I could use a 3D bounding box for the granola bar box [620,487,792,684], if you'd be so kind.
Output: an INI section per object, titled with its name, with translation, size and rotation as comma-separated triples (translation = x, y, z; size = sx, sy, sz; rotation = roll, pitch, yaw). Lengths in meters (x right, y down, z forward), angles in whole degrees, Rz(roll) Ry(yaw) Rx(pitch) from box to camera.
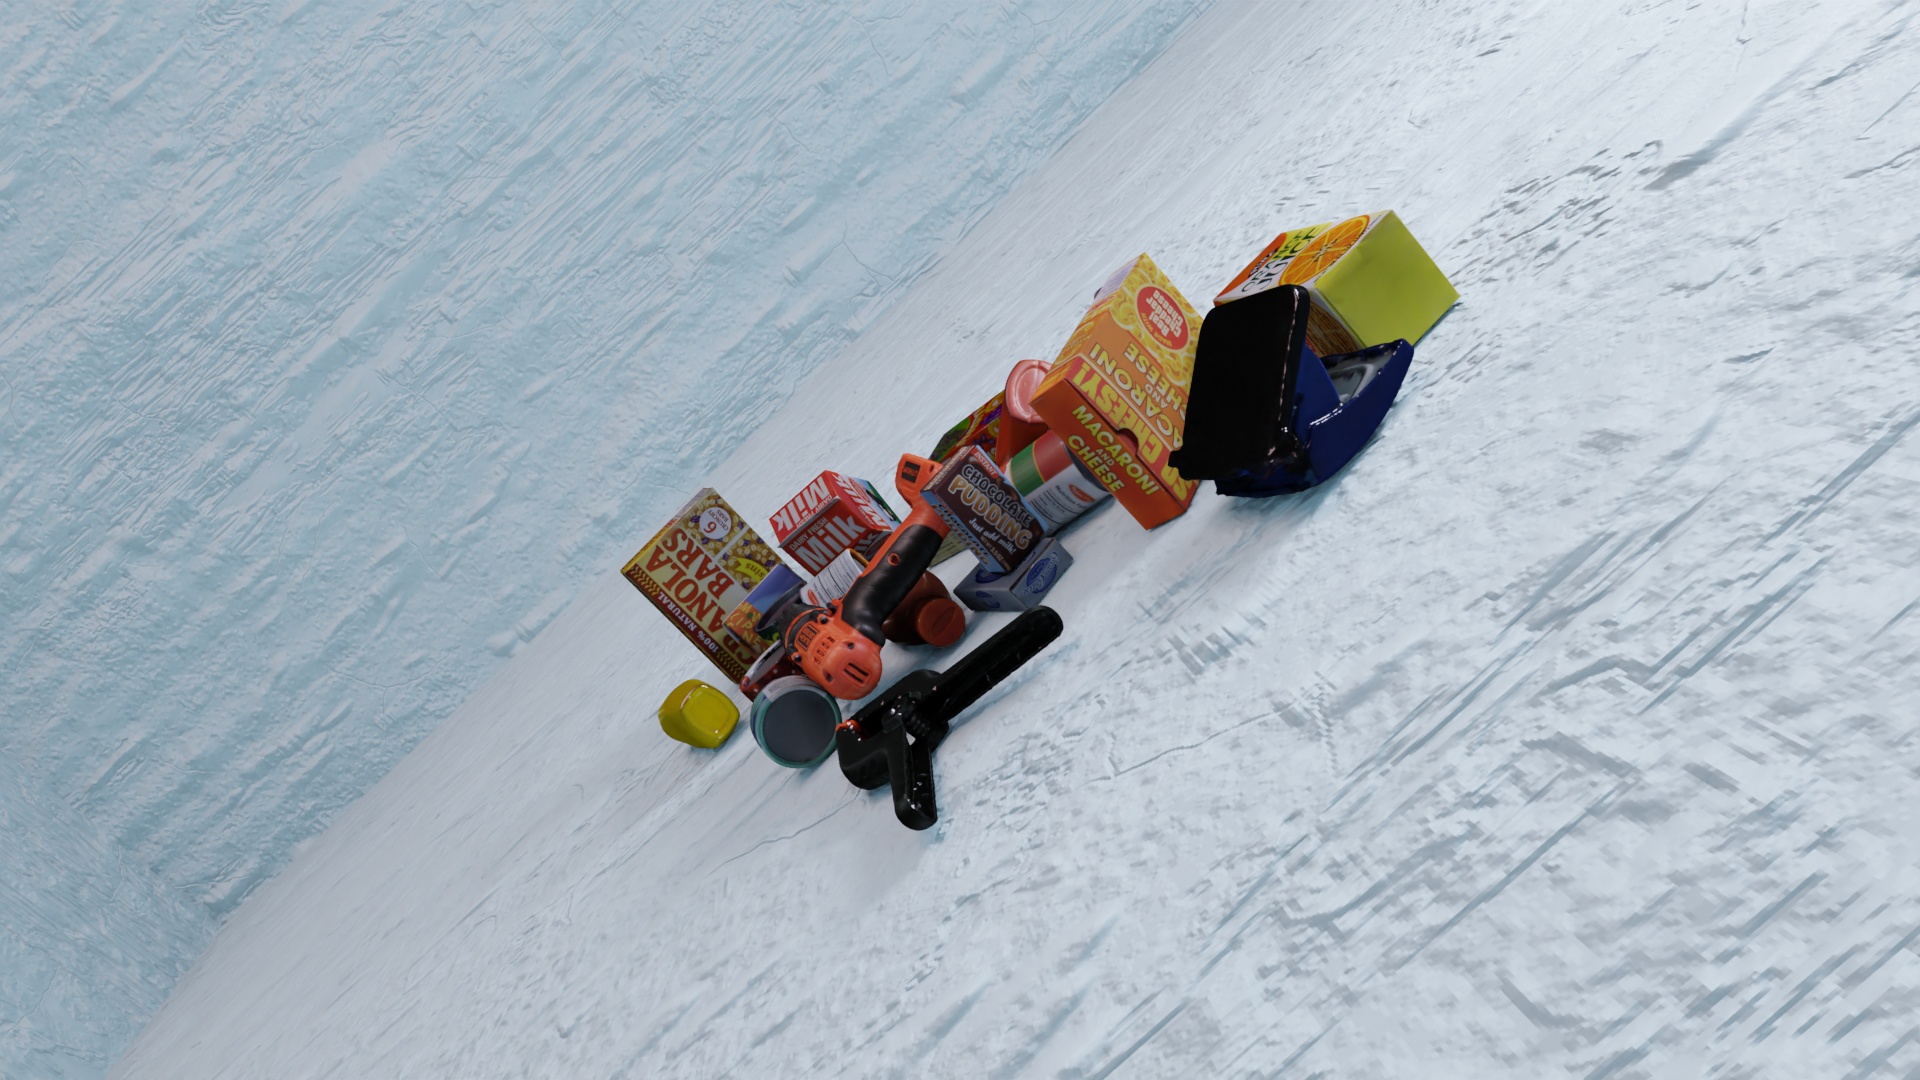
[granola bar box]
translation = -0.244, 0.046, 1.421
size = 0.124, 0.165, 0.039
rotation = -47, 16, -15

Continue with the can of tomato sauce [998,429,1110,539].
[can of tomato sauce]
translation = 0.068, -0.045, 1.053
size = 0.083, 0.071, 0.071
rotation = -36, 16, 29

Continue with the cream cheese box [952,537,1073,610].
[cream cheese box]
translation = 0.037, 0.026, 1.020
size = 0.053, 0.024, 0.103
rotation = -48, 16, -18

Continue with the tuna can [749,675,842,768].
[tuna can]
translation = -0.124, 0.140, 1.049
size = 0.071, 0.071, 0.033
rotation = -46, 15, -9

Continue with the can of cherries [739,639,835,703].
[can of cherries]
translation = -0.141, 0.120, 1.156
size = 0.071, 0.058, 0.072
rotation = -40, 14, 13

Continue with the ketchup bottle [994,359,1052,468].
[ketchup bottle]
translation = 0.051, -0.082, 1.123
size = 0.148, 0.043, 0.065
rotation = 98, -178, -63

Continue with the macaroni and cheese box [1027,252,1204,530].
[macaroni and cheese box]
translation = 0.128, -0.106, 0.955
size = 0.040, 0.123, 0.167
rotation = -31, 19, 44

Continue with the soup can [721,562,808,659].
[soup can]
translation = -0.184, 0.076, 1.384
size = 0.084, 0.071, 0.071
rotation = -48, 15, -15

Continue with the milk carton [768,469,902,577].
[milk carton]
translation = -0.115, -0.014, 1.298
size = 0.072, 0.073, 0.190
rotation = -41, -9, 9

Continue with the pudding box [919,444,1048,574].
[pudding box]
translation = 0.018, -0.022, 0.989
size = 0.050, 0.083, 0.030
rotation = -47, 18, -19

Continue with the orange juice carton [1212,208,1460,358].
[orange juice carton]
translation = 0.236, -0.161, 0.926
size = 0.072, 0.073, 0.193
rotation = -45, 14, -5

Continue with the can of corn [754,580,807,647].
[can of corn]
translation = -0.146, 0.081, 1.278
size = 0.071, 0.058, 0.071
rotation = -40, 15, 13

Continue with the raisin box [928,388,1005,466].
[raisin box]
translation = 0.024, -0.103, 1.384
size = 0.123, 0.040, 0.086
rotation = -34, 16, 35

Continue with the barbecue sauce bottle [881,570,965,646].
[barbecue sauce bottle]
translation = -0.034, 0.054, 1.087
size = 0.065, 0.043, 0.148
rotation = -51, 16, -7

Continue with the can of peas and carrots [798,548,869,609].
[can of peas and carrots]
translation = -0.099, 0.050, 1.232
size = 0.058, 0.071, 0.071
rotation = -41, 15, 7

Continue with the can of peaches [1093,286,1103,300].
[can of peaches]
translation = 0.153, -0.197, 1.249
size = 0.071, 0.071, 0.058
rotation = -42, 16, 4

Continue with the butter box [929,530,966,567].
[butter box]
translation = 0.004, -0.015, 1.220
size = 0.103, 0.024, 0.053
rotation = -29, 21, 44

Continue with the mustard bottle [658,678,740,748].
[mustard bottle]
translation = -0.257, 0.167, 1.325
size = 0.049, 0.065, 0.160
rotation = -54, 14, -21
